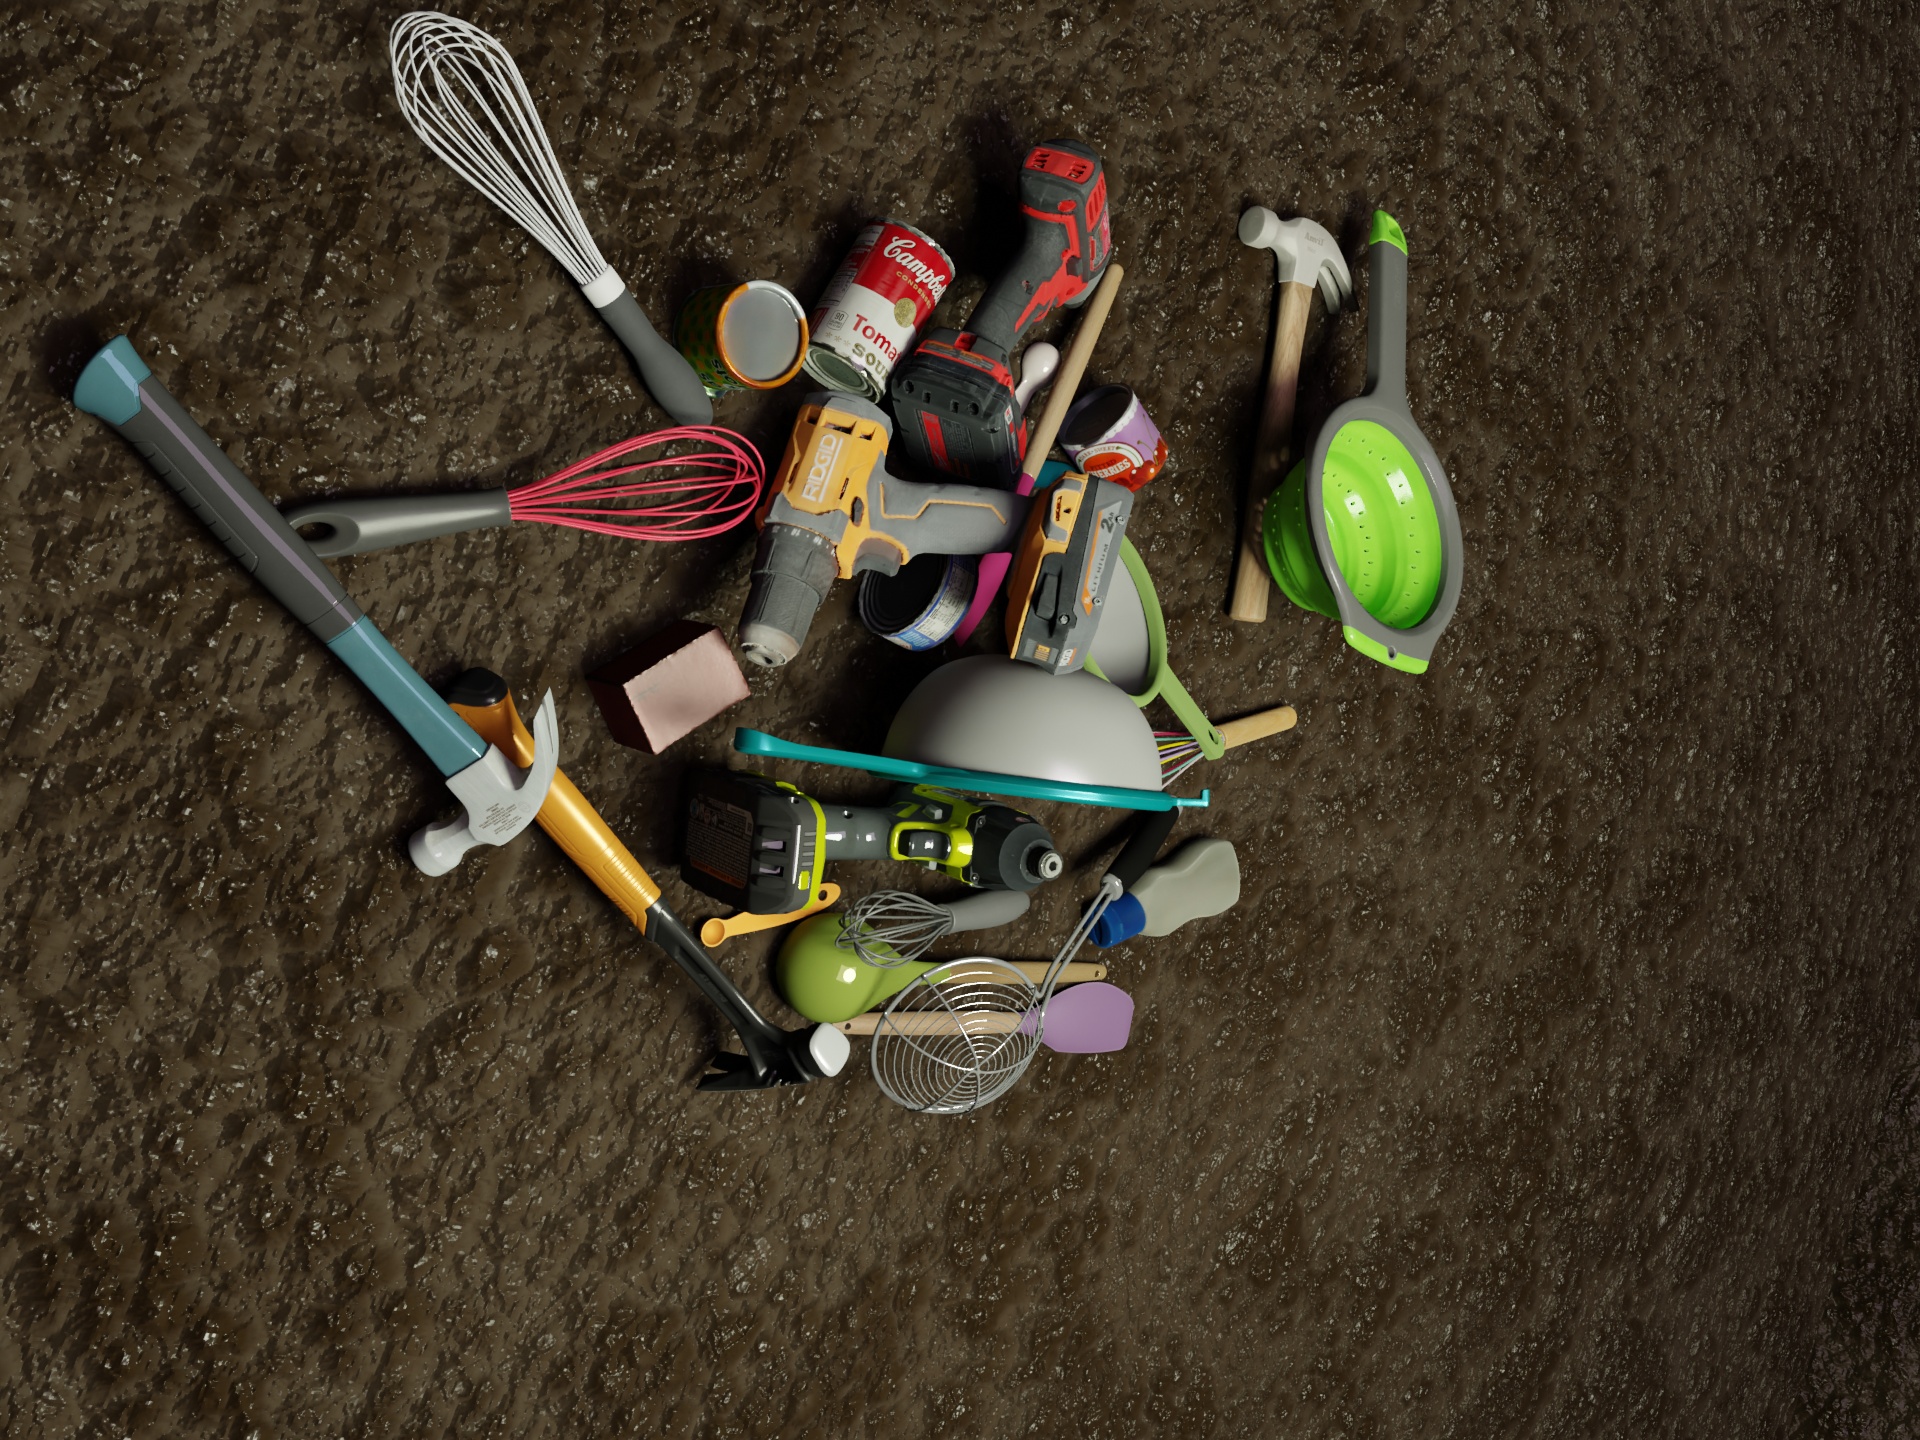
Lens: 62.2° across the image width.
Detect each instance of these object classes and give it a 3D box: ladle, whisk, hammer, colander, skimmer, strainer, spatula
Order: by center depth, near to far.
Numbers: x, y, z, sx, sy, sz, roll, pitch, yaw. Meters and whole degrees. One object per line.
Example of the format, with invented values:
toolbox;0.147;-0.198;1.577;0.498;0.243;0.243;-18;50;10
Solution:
hammer;-0.343;-0.059;0.856;0.128;0.033;0.330;-29;116;15
whisk;-0.228;-0.278;0.922;0.070;0.070;0.284;-50;130;-20
whisk;-0.248;-0.127;0.932;0.295;0.073;0.073;-13;106;-30
hammer;-0.209;0.106;0.991;0.336;0.127;0.034;55;42;-21
strainer;-0.002;-0.003;1.045;0.340;0.211;0.095;10;87;-43
whisk;-0.011;0.140;1.138;0.239;0.055;0.055;0;99;-59
ladle;-0.003;0.187;1.199;0.320;0.062;0.078;9;91;-46
skimmer;0.063;0.157;1.206;0.363;0.090;0.127;-46;134;-46
strainer;0.118;-0.044;1.219;0.256;0.069;0.152;47;40;-36
spatula;0.024;0.232;1.235;0.315;0.018;0.060;8;93;-40
colander;0.318;-0.229;1.308;0.204;0.094;0.397;18;70;-38
whisk;0.196;0.020;1.323;0.245;0.051;0.047;-15;128;-40
hammer;0.264;-0.247;1.326;0.130;0.031;0.331;3;97;-38

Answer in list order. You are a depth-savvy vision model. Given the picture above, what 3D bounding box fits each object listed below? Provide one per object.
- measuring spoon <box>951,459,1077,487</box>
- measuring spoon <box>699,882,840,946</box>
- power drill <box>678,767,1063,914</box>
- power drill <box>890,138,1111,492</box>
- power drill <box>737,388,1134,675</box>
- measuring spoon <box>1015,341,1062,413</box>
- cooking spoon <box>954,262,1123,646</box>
measuring spoon;0.046;-0.180;1.166;0.128;0.021;0.042;-4;115;-42
measuring spoon;-0.132;0.132;1.101;0.117;0.011;0.021;-15;107;-39
power drill;-0.056;0.079;1.049;0.223;0.171;0.080;3;96;-35
power drill;0.039;-0.272;1.092;0.220;0.078;0.143;-63;164;-17
power drill;-0.021;-0.098;1.005;0.226;0.084;0.185;17;69;2
measuring spoon;0.041;-0.224;1.163;0.034;0.018;0.124;40;75;-36
cooking spoon;0.056;-0.197;1.147;0.068;0.017;0.319;68;43;-69
